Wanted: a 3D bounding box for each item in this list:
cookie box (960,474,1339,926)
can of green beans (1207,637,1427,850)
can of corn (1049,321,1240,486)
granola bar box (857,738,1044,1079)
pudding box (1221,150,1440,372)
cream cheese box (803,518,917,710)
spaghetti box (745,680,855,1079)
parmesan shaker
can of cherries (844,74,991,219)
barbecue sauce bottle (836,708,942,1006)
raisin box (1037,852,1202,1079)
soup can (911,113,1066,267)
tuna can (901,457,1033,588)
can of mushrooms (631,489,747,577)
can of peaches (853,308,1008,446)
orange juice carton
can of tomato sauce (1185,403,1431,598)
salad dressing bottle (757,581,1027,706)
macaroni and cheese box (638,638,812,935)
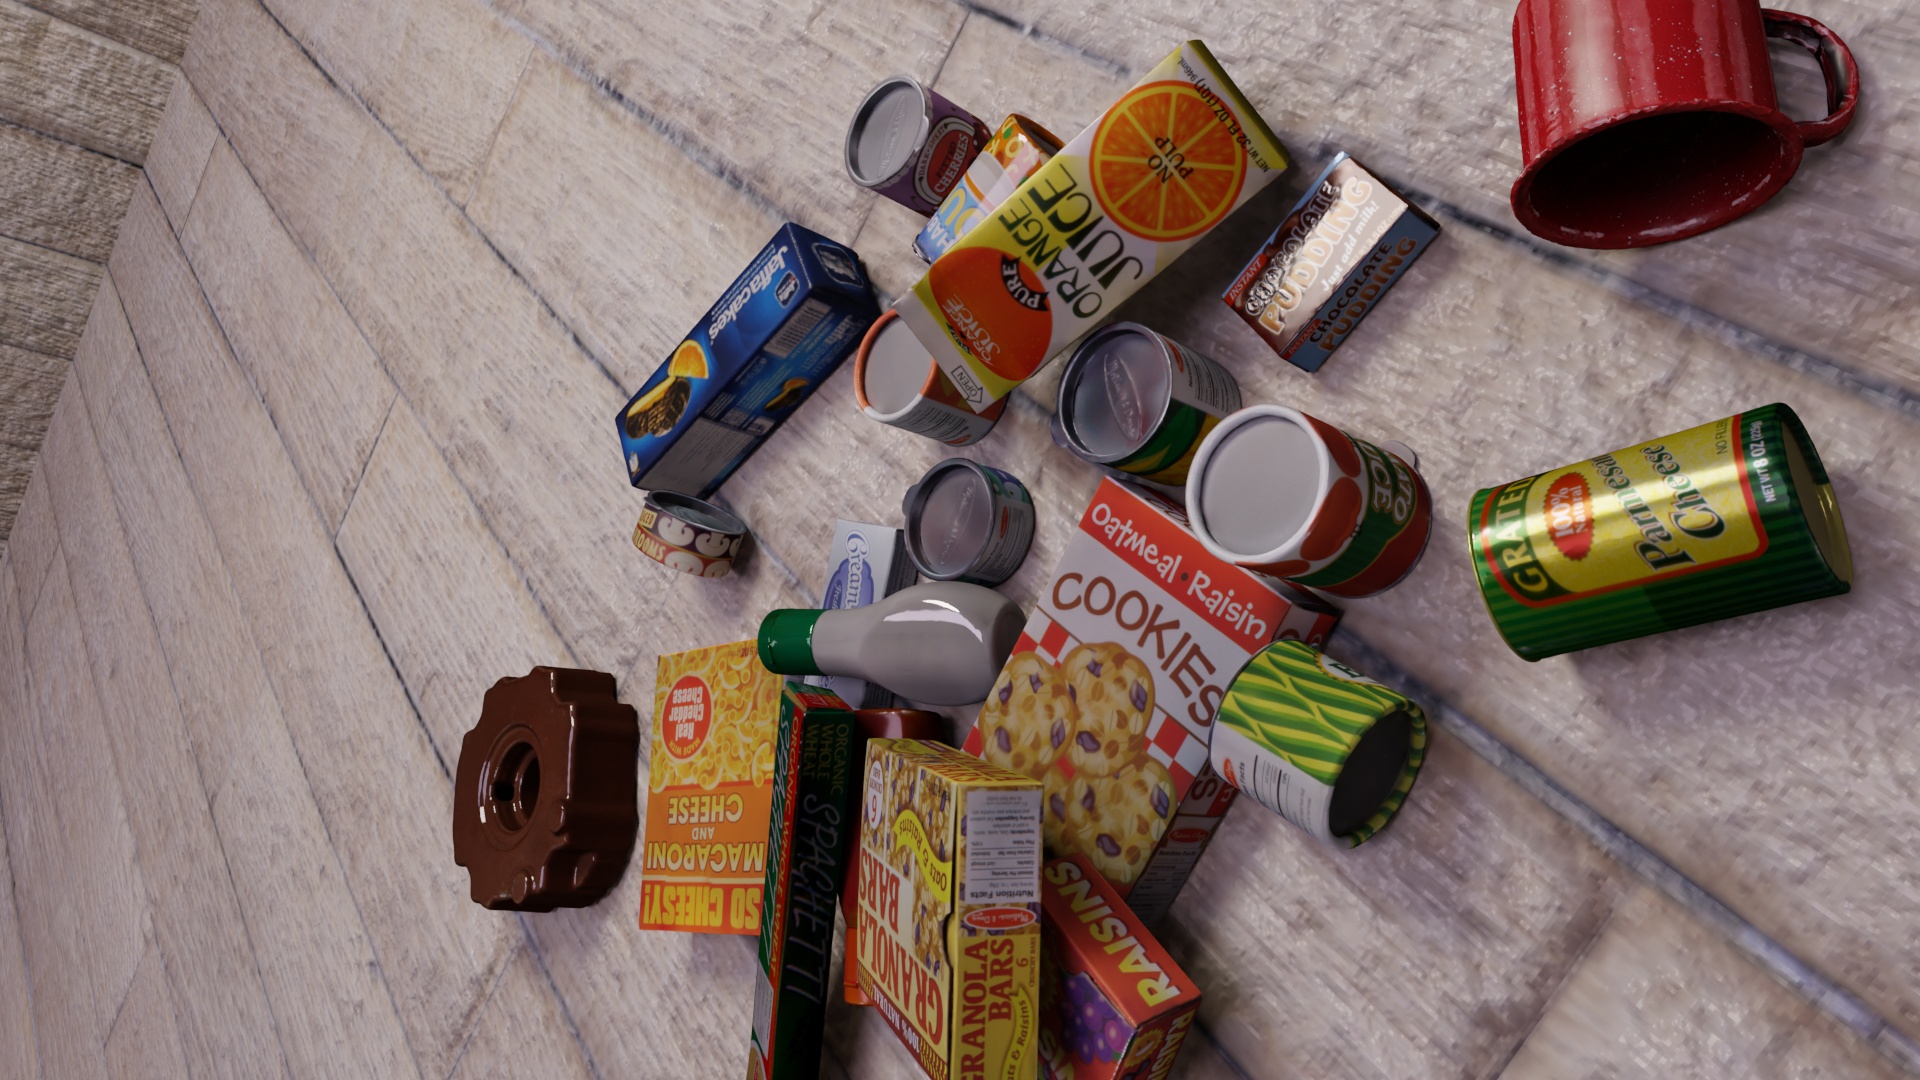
[{"bbox_3d":[0.079,0.071,0.636,0.123,0.040,0.167,39,108,43],"label":"cookie box"},{"bbox_3d":[0.142,0.080,0.552,0.058,0.071,0.071,30,101,44],"label":"can of green beans"},{"bbox_3d":[0.086,-0.061,0.650,0.071,0.058,0.071,-13,71,42],"label":"can of corn"},{"bbox_3d":[-0.010,0.158,0.617,0.165,0.039,0.124,172,100,-73],"label":"granola bar box"},{"bbox_3d":[0.162,-0.123,0.613,0.083,0.030,0.050,-51,49,22],"label":"pudding box"},{"bbox_3d":[-0.055,0.042,0.786,0.053,0.024,0.104,7,85,44],"label":"cream cheese box"},{"bbox_3d":[-0.086,0.201,0.728,0.050,0.029,0.249,-159,74,-69],"label":"spaghetti box"},{"bbox_3d":[0.239,-0.004,0.481,0.103,0.071,0.071,-21,65,39],"label":"parmesan shaker"},{"bbox_3d":[-0.022,-0.224,0.800,0.071,0.058,0.071,-14,69,41],"label":"can of cherries"},{"bbox_3d":[-0.040,0.164,0.725,0.064,0.044,0.149,-13,71,48],"label":"barbecue sauce bottle"},{"bbox_3d":[0.047,0.209,0.598,0.086,0.040,0.122,47,134,40],"label":"raisin box"},{"bbox_3d":[0.025,-0.172,0.730,0.083,0.071,0.071,-50,50,23],"label":"soup can"},{"bbox_3d":[0.003,-0.009,0.736,0.071,0.033,0.071,-13,70,42],"label":"tuna can"},{"bbox_3d":[-0.174,-0.005,0.882,0.071,0.071,0.033,35,106,44],"label":"can of mushrooms"},{"bbox_3d":[-0.016,-0.092,0.759,0.071,0.058,0.071,-13,71,42],"label":"can of peaches"},{"bbox_3d":[0.057,-0.143,0.656,0.192,0.073,0.072,-38,97,23],"label":"orange juice carton"},{"bbox_3d":[0.143,-0.016,0.565,0.071,0.083,0.071,-13,71,42],"label":"can of tomato sauce"},{"bbox_3d":[-0.038,0.053,0.726,0.147,0.044,0.064,-1,108,30],"label":"salad dressing bottle"},{"bbox_3d":[-0.135,0.146,0.825,0.123,0.040,0.167,-12,70,42],"label":"macaroni and cheese box"}]
